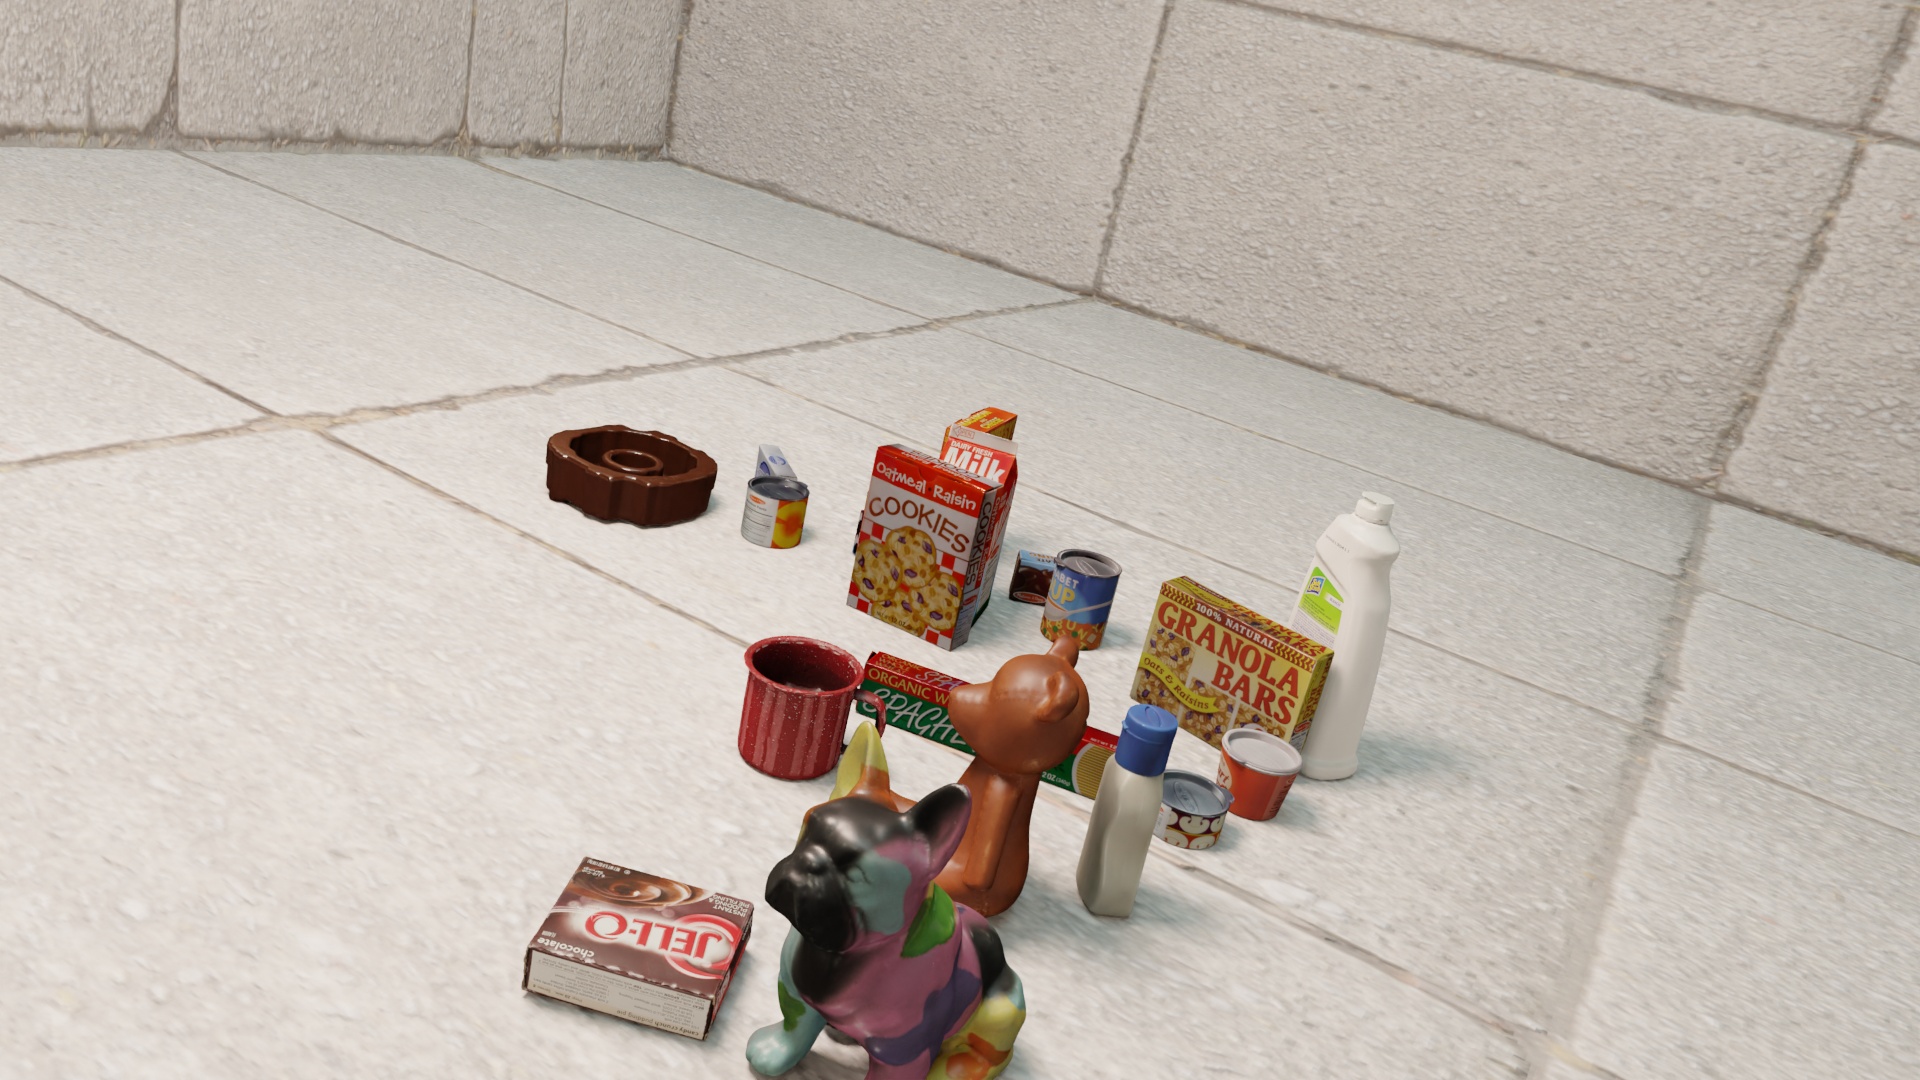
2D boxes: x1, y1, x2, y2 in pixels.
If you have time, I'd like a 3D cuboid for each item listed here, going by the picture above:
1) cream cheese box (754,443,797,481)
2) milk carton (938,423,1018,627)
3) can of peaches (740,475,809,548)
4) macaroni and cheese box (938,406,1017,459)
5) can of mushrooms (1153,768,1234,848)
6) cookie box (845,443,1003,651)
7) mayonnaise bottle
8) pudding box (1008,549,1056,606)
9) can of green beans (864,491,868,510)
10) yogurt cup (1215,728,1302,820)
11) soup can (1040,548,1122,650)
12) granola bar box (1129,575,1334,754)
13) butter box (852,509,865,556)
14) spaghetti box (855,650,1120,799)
[{"bbox_3d":[-0.210,-0.066,1.568,0.024,0.053,0.104,4,23,-22],"label":"cream cheese box"},{"bbox_3d":[0.005,-0.017,1.375,0.072,0.189,0.074,17,21,11],"label":"milk carton"},{"bbox_3d":[-0.196,-0.030,1.477,0.071,0.057,0.071,11,21,-4],"label":"can of peaches"},{"bbox_3d":[0.006,-0.053,1.500,0.040,0.165,0.124,19,22,17],"label":"macaroni and cheese box"},{"bbox_3d":[0.181,0.214,1.107,0.071,0.033,0.071,11,21,-4],"label":"can of mushrooms"},{"bbox_3d":[-0.036,0.005,1.327,0.123,0.166,0.040,22,22,24],"label":"cookie box"},{"bbox_3d":[0.117,0.188,0.976,0.041,0.147,0.065,9,21,-9],"label":"mayonnaise bottle"},{"bbox_3d":[0.097,0.043,1.470,0.084,0.049,0.030,11,21,-5],"label":"pudding box"},{"bbox_3d":[-0.075,-0.020,1.521,0.071,0.057,0.071,11,21,-4],"label":"can of green beans"},{"bbox_3d":[0.245,0.197,1.159,0.072,0.053,0.072,11,21,-4],"label":"yogurt cup"},{"bbox_3d":[0.118,0.059,1.395,0.071,0.083,0.071,11,21,-4],"label":"soup can"},{"bbox_3d":[0.242,0.122,1.251,0.166,0.123,0.039,29,26,36],"label":"granola bar box"},{"bbox_3d":[-0.078,0.011,1.447,0.024,0.053,0.104,0,24,-31],"label":"butter box"},{"bbox_3d":[0.032,0.155,1.146,0.250,0.050,0.029,18,21,14],"label":"spaghetti box"}]
